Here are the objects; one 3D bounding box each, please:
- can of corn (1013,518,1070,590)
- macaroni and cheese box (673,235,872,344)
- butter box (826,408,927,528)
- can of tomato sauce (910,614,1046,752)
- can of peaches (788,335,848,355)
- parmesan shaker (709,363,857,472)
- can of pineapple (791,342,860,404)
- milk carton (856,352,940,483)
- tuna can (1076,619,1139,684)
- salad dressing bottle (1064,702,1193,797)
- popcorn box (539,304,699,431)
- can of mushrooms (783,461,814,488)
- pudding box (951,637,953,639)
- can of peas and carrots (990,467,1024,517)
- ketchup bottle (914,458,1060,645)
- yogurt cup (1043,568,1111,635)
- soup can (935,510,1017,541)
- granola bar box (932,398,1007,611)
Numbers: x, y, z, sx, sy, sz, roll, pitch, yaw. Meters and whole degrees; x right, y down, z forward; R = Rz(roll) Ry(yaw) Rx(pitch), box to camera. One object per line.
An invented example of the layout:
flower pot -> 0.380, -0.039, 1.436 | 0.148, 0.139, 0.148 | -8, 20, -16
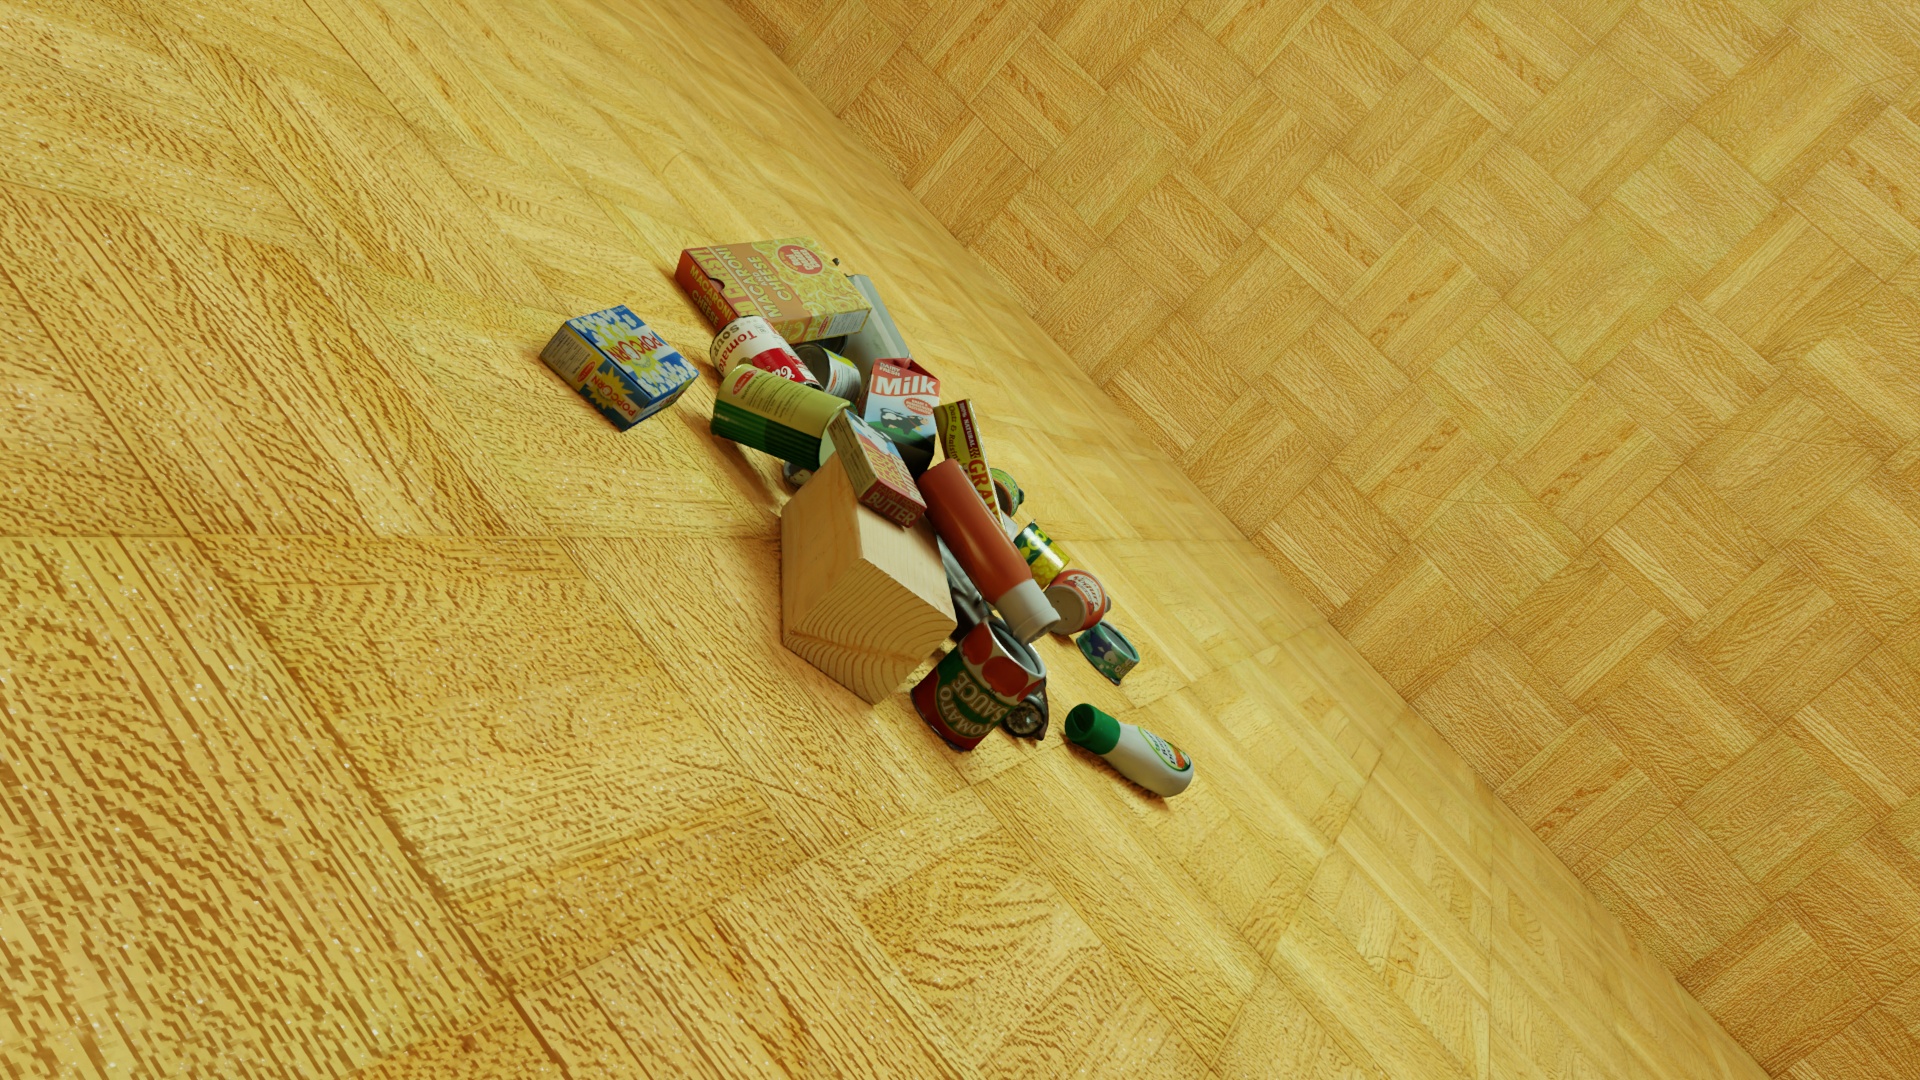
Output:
can of corn -> 0.075, 0.021, 1.467 | 0.058, 0.071, 0.071 | 45, 15, 1
macaroni and cheese box -> -0.194, -0.260, 1.449 | 0.167, 0.040, 0.124 | -17, 58, -42
butter box -> -0.064, -0.055, 1.053 | 0.053, 0.024, 0.104 | 31, 20, -36
can of tomato sauce -> 0.015, 0.108, 1.052 | 0.071, 0.083, 0.071 | 41, 15, -13
can of peaches -> -0.168, -0.227, 1.516 | 0.058, 0.071, 0.071 | 51, 16, 26
parmesan shaker -> -0.146, -0.098, 1.155 | 0.103, 0.071, 0.071 | 22, 8, 19
can of pineapple -> -0.144, -0.160, 1.399 | 0.071, 0.071, 0.058 | 52, 16, 26
milk carton -> -0.066, -0.116, 1.369 | 0.073, 0.072, 0.191 | 19, 31, -10
tuna can -> 0.161, 0.119, 1.498 | 0.071, 0.032, 0.071 | 40, 15, -13
salad dressing bottle -> 0.154, 0.190, 1.267 | 0.147, 0.044, 0.064 | 32, 18, -38
popcorn box -> -0.262, -0.136, 1.078 | 0.085, 0.038, 0.127 | 41, 15, -6
can of mushrooms -> -0.122, -0.075, 1.214 | 0.033, 0.071, 0.071 | 35, 17, -26
pudding box -> -0.008, 0.053, 1.245 | 0.084, 0.030, 0.049 | 51, 15, 24
can of peas and carrots -> 0.031, -0.043, 1.528 | 0.071, 0.071, 0.059 | 44, 15, 0
ketchup bottle -> 0.019, 0.010, 1.059 | 0.149, 0.043, 0.064 | 56, -11, 15
yogurt cup -> 0.115, 0.068, 1.462 | 0.072, 0.072, 0.054 | 46, 23, 9
soup can -> 0.005, -0.018, 1.405 | 0.083, 0.071, 0.071 | 40, 15, -17
granola bar box -> 0.016, -0.031, 1.286 | 0.123, 0.039, 0.166 | 75, 1, -68
